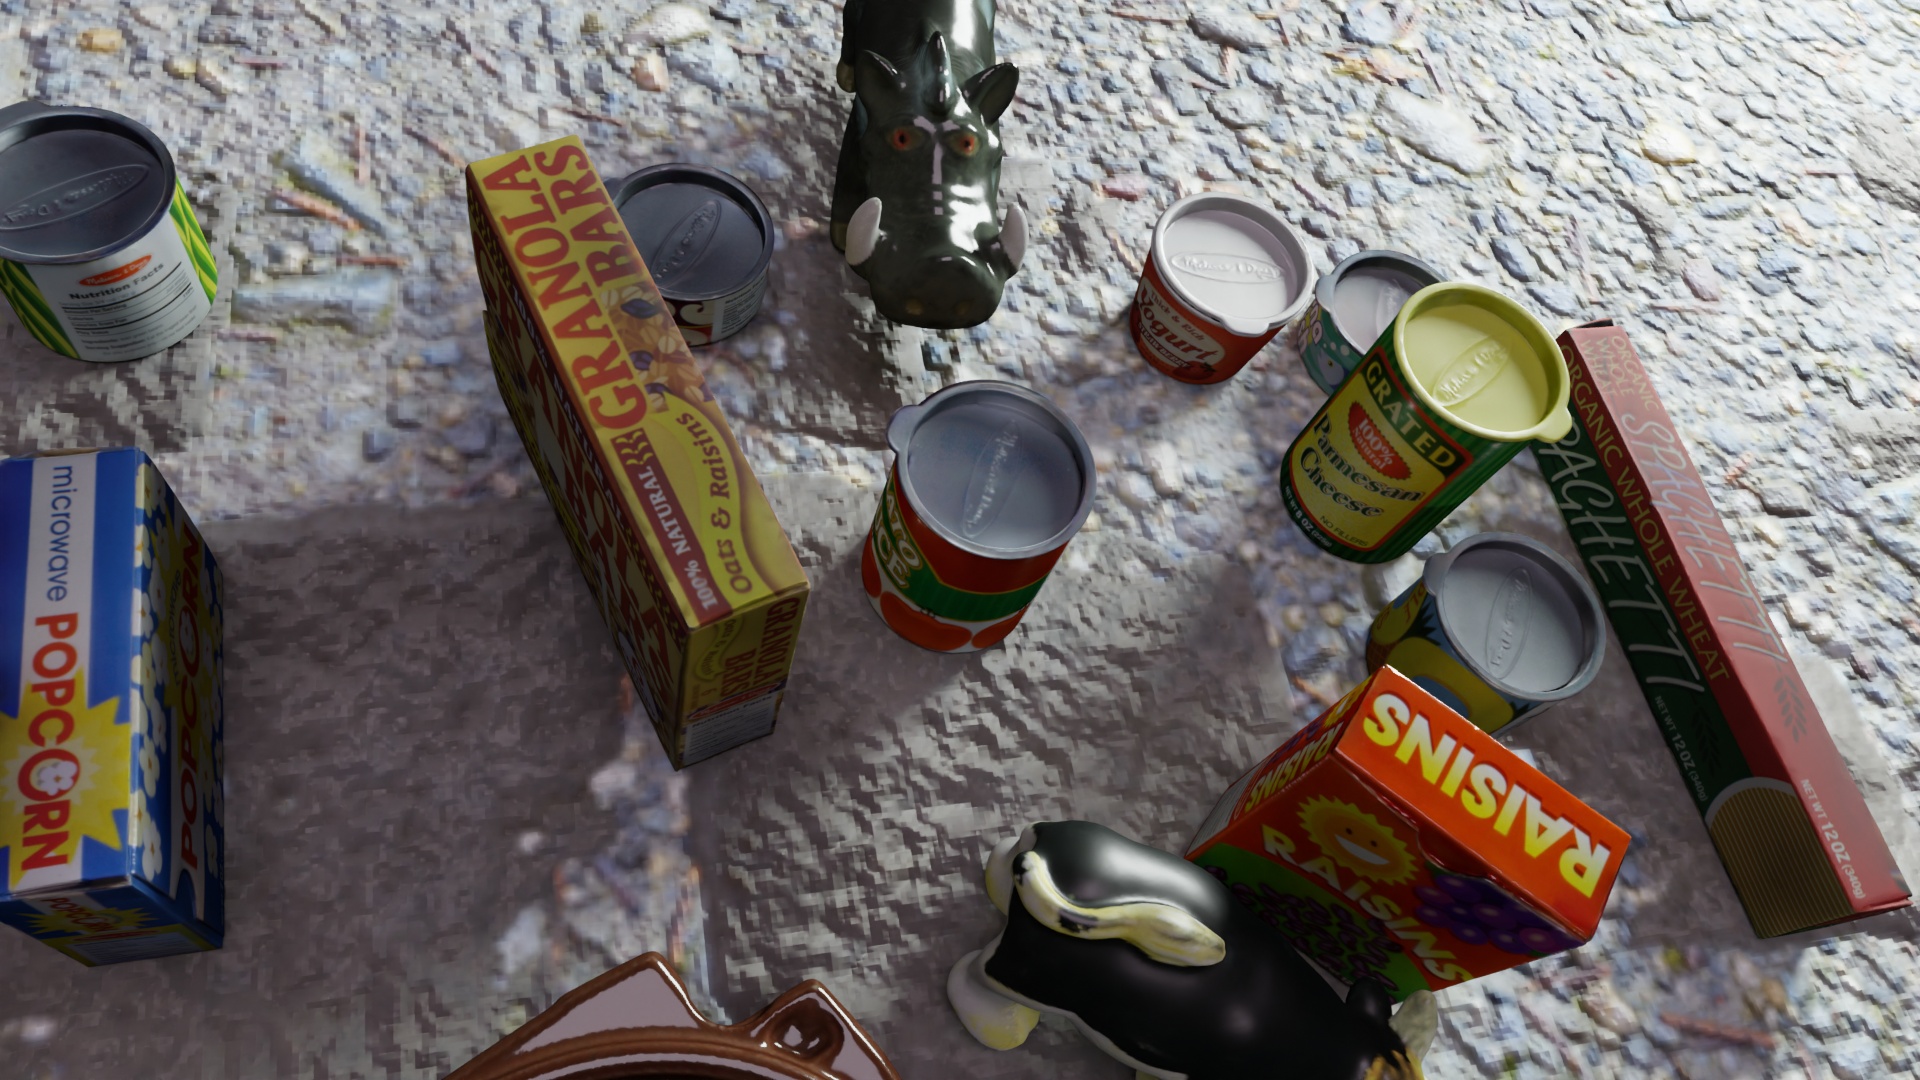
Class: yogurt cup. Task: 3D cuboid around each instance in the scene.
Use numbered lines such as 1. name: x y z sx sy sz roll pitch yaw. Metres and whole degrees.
1. yogurt cup: 0.103 -0.101 0.571 0.072 0.053 0.073 6 62 -11

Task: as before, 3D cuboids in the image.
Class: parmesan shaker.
1. parmesan shaker: 0.173 -0.039 0.527 0.071 0.102 0.071 6 62 -11

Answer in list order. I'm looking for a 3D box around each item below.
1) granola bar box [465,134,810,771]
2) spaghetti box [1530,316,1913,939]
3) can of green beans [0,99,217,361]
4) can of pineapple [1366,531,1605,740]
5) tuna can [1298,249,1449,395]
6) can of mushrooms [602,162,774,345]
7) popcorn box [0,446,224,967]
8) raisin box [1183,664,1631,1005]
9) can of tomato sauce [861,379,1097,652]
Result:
1. granola bar box: -0.106 -0.023 0.440 0.039 0.123 0.166 -22 70 -22
2. spaghetti box: 0.286 0.028 0.550 0.029 0.050 0.251 -7 65 -17
3. can of green beans: -0.297 -0.104 0.475 0.071 0.057 0.071 6 62 -11
4. can of pineapple: 0.192 0.037 0.518 0.071 0.057 0.071 6 62 -11
5. tuna can: 0.179 -0.089 0.595 0.071 0.032 0.071 6 62 -11
6. can of mushrooms: -0.109 -0.112 0.538 0.071 0.033 0.071 6 62 -11
7. popcorn box: -0.240 0.048 0.394 0.038 0.084 0.127 -7 65 -16
8. raisin box: 0.132 0.097 0.435 0.086 0.122 0.040 37 61 7
9. can of tomato sauce: 0.002 -0.006 0.481 0.071 0.082 0.071 6 62 -11
